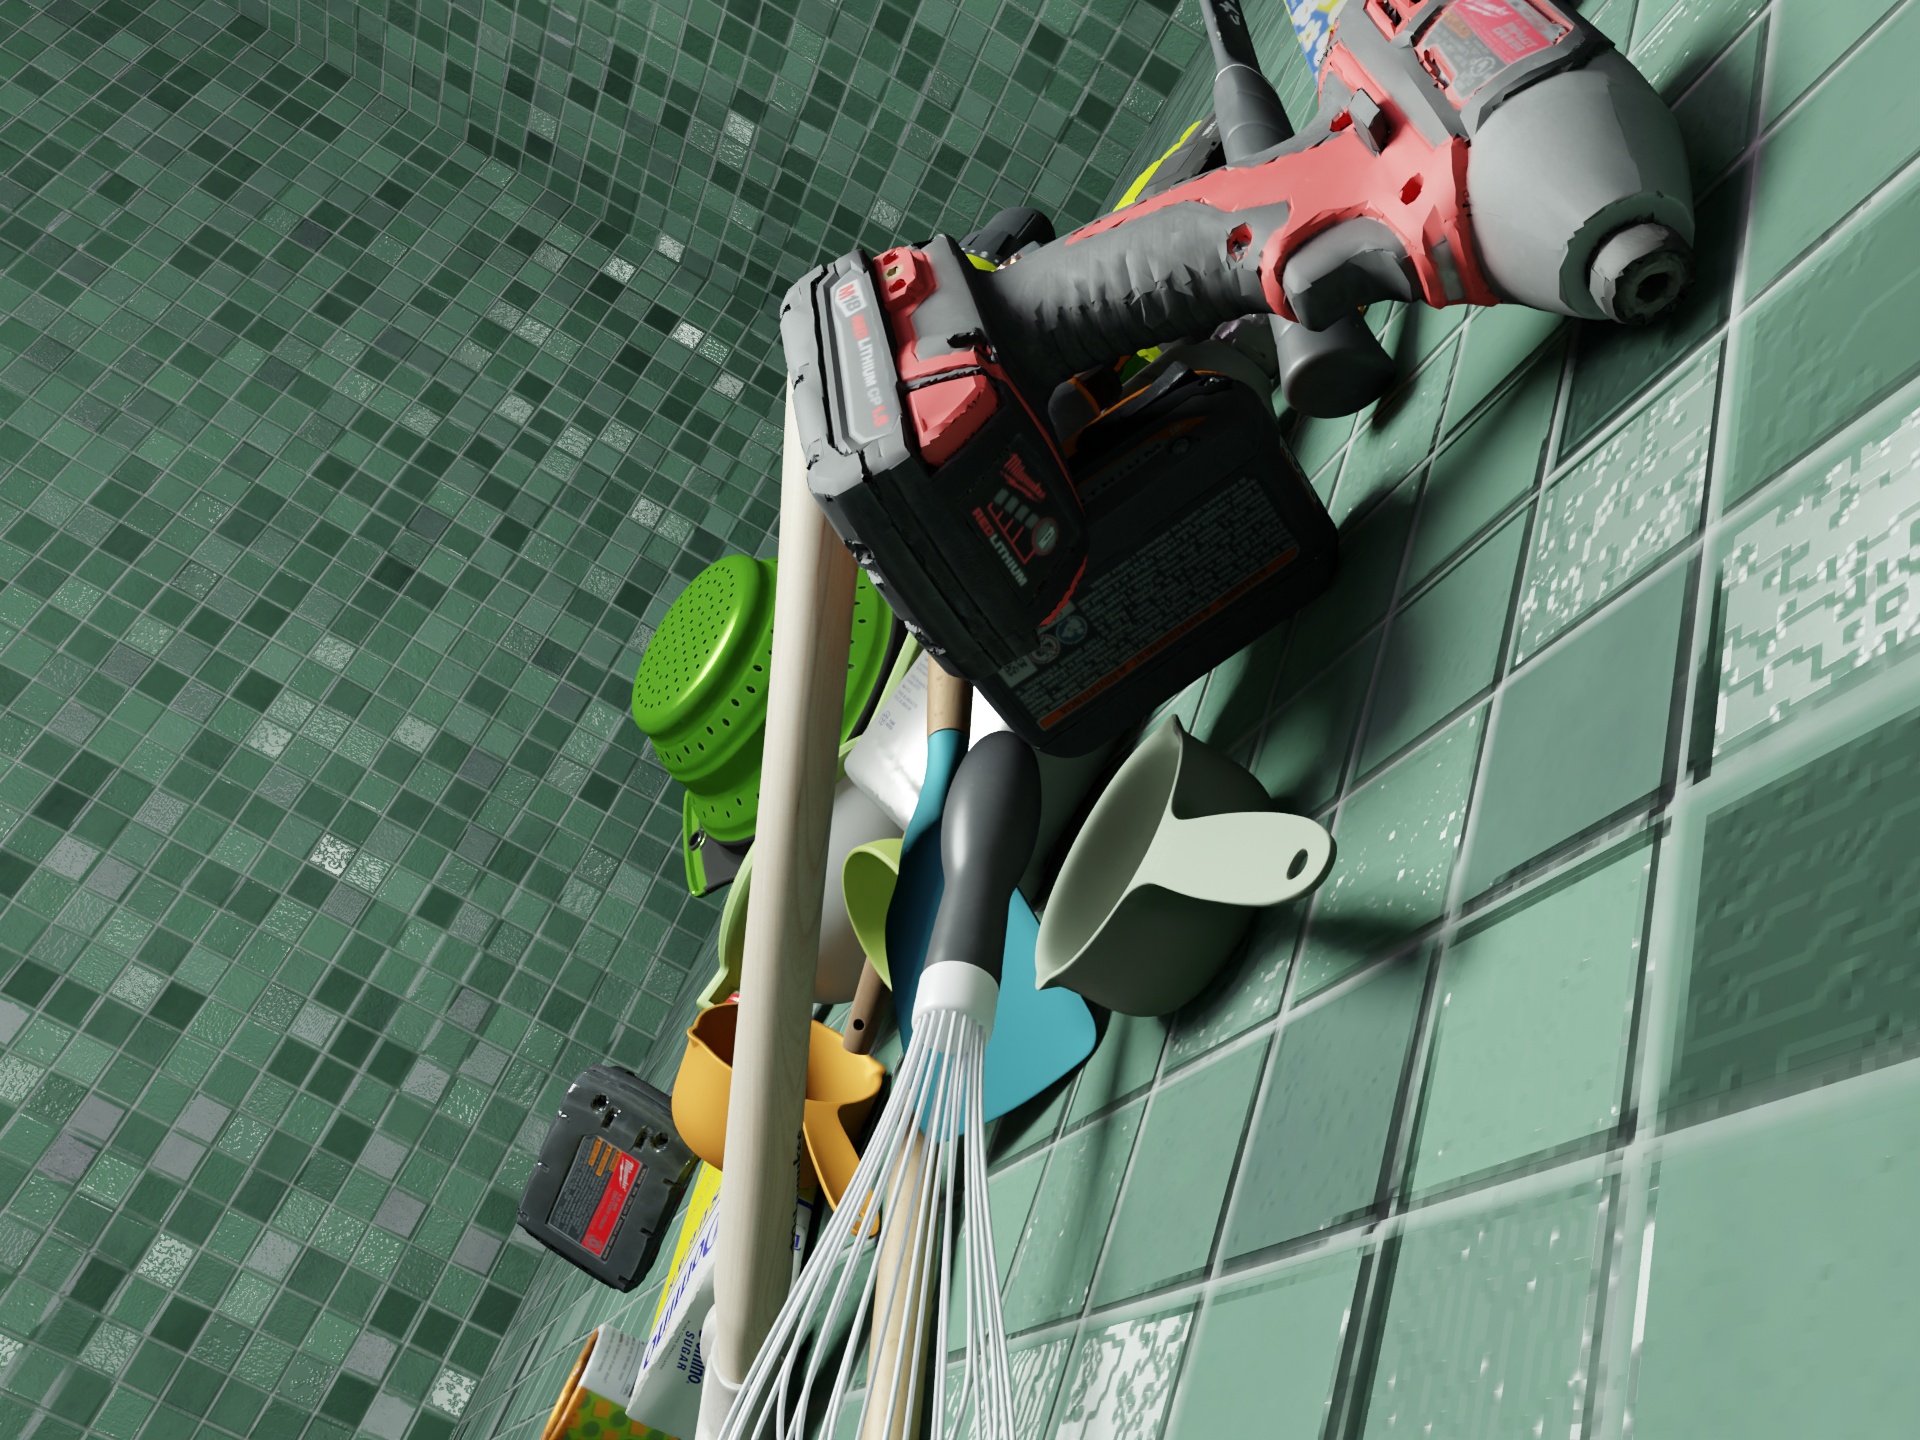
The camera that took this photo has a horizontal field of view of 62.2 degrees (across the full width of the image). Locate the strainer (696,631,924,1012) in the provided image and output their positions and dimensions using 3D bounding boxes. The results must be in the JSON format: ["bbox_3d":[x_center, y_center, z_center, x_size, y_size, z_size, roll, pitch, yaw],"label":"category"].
[{"bbox_3d":[-0.025,0.040,0.761,0.151,0.069,0.256,-16,-47,-58],"label":"strainer"}]

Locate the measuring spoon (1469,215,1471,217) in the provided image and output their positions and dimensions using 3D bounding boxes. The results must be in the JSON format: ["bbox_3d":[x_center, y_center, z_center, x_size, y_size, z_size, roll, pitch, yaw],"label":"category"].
[{"bbox_3d":[0.179,-0.192,0.564,0.042,0.021,0.129,-45,6,34],"label":"measuring spoon"}]

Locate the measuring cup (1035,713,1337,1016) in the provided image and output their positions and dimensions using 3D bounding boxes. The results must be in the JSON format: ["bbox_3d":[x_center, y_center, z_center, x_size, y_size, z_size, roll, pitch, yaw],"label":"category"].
[{"bbox_3d":[0.064,0.040,0.383,0.083,0.038,0.167,-62,9,-9],"label":"measuring cup"}]

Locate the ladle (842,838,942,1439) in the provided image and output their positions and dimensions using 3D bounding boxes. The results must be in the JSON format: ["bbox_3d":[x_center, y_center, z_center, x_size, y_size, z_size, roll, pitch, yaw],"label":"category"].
[{"bbox_3d":[-0.025,0.141,0.549,0.320,0.062,0.078,-84,-14,-64],"label":"ladle"}]

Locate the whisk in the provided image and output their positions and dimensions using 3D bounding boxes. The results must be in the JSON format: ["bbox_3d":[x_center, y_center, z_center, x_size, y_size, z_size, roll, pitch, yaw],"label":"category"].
[{"bbox_3d":[-0.007,0.101,0.414,0.070,0.070,0.285,-55,15,40],"label":"whisk"}]

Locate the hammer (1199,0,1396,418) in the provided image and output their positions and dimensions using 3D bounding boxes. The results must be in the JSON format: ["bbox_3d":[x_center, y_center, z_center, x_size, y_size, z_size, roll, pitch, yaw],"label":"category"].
[{"bbox_3d":[0.110,-0.265,0.642,0.036,0.149,0.409,-45,35,39],"label":"hammer"}]

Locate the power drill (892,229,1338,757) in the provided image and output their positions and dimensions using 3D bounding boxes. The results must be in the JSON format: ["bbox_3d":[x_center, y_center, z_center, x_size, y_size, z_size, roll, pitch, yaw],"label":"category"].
[{"bbox_3d":[0.044,-0.103,0.559,0.164,0.084,0.227,-35,34,9],"label":"power drill"}]

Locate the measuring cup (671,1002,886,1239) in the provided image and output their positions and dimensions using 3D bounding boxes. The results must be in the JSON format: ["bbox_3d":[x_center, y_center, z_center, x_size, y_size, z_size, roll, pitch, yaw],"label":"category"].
[{"bbox_3d":[-0.071,0.183,0.672,0.052,0.095,0.174,-68,25,12],"label":"measuring cup"}]

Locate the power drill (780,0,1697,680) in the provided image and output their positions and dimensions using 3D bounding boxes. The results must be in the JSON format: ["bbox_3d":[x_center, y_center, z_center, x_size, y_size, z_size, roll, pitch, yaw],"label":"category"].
[{"bbox_3d":[0.069,-0.107,0.411,0.219,0.078,0.143,-26,44,12],"label":"power drill"}]

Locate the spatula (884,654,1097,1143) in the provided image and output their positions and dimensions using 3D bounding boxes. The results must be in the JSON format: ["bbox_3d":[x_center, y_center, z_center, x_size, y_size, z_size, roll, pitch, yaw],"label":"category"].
[{"bbox_3d":[0.003,-0.004,0.590,0.082,0.044,0.318,-40,32,34],"label":"spatula"}]

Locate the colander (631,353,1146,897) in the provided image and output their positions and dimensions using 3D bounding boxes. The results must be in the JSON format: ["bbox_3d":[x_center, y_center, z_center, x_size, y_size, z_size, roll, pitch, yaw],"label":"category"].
[{"bbox_3d":[-0.061,-0.079,0.847,0.397,0.094,0.205,-46,31,19],"label":"colander"}]

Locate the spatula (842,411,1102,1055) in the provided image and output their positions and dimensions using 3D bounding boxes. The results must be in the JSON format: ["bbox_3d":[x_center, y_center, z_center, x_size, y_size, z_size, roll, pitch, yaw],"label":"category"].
[{"bbox_3d":[-0.001,-0.002,0.707,0.018,0.060,0.316,10,-83,-70],"label":"spatula"}]

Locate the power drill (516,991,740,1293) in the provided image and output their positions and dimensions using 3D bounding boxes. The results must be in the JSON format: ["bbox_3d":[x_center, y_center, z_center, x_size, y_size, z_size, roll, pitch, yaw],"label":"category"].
[{"bbox_3d":[-0.150,0.202,0.937,0.187,0.080,0.227,-64,-9,23],"label":"power drill"}]

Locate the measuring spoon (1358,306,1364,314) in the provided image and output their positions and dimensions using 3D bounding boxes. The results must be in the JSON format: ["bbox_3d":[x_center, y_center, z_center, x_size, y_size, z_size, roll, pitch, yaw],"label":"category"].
[{"bbox_3d":[0.145,-0.203,0.656,0.021,0.011,0.117,-45,40,38],"label":"measuring spoon"}]

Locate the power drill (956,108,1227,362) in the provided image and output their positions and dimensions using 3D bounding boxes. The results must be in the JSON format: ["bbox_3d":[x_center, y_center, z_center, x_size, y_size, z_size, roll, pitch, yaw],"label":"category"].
[{"bbox_3d":[0.055,-0.216,0.775,0.228,0.080,0.191,-8,39,45],"label":"power drill"}]

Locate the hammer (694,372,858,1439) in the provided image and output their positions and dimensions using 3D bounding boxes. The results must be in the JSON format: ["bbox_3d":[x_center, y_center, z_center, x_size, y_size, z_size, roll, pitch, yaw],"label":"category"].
[{"bbox_3d":[-0.057,0.066,0.522,0.146,0.038,0.410,-111,27,-80],"label":"hammer"}]
